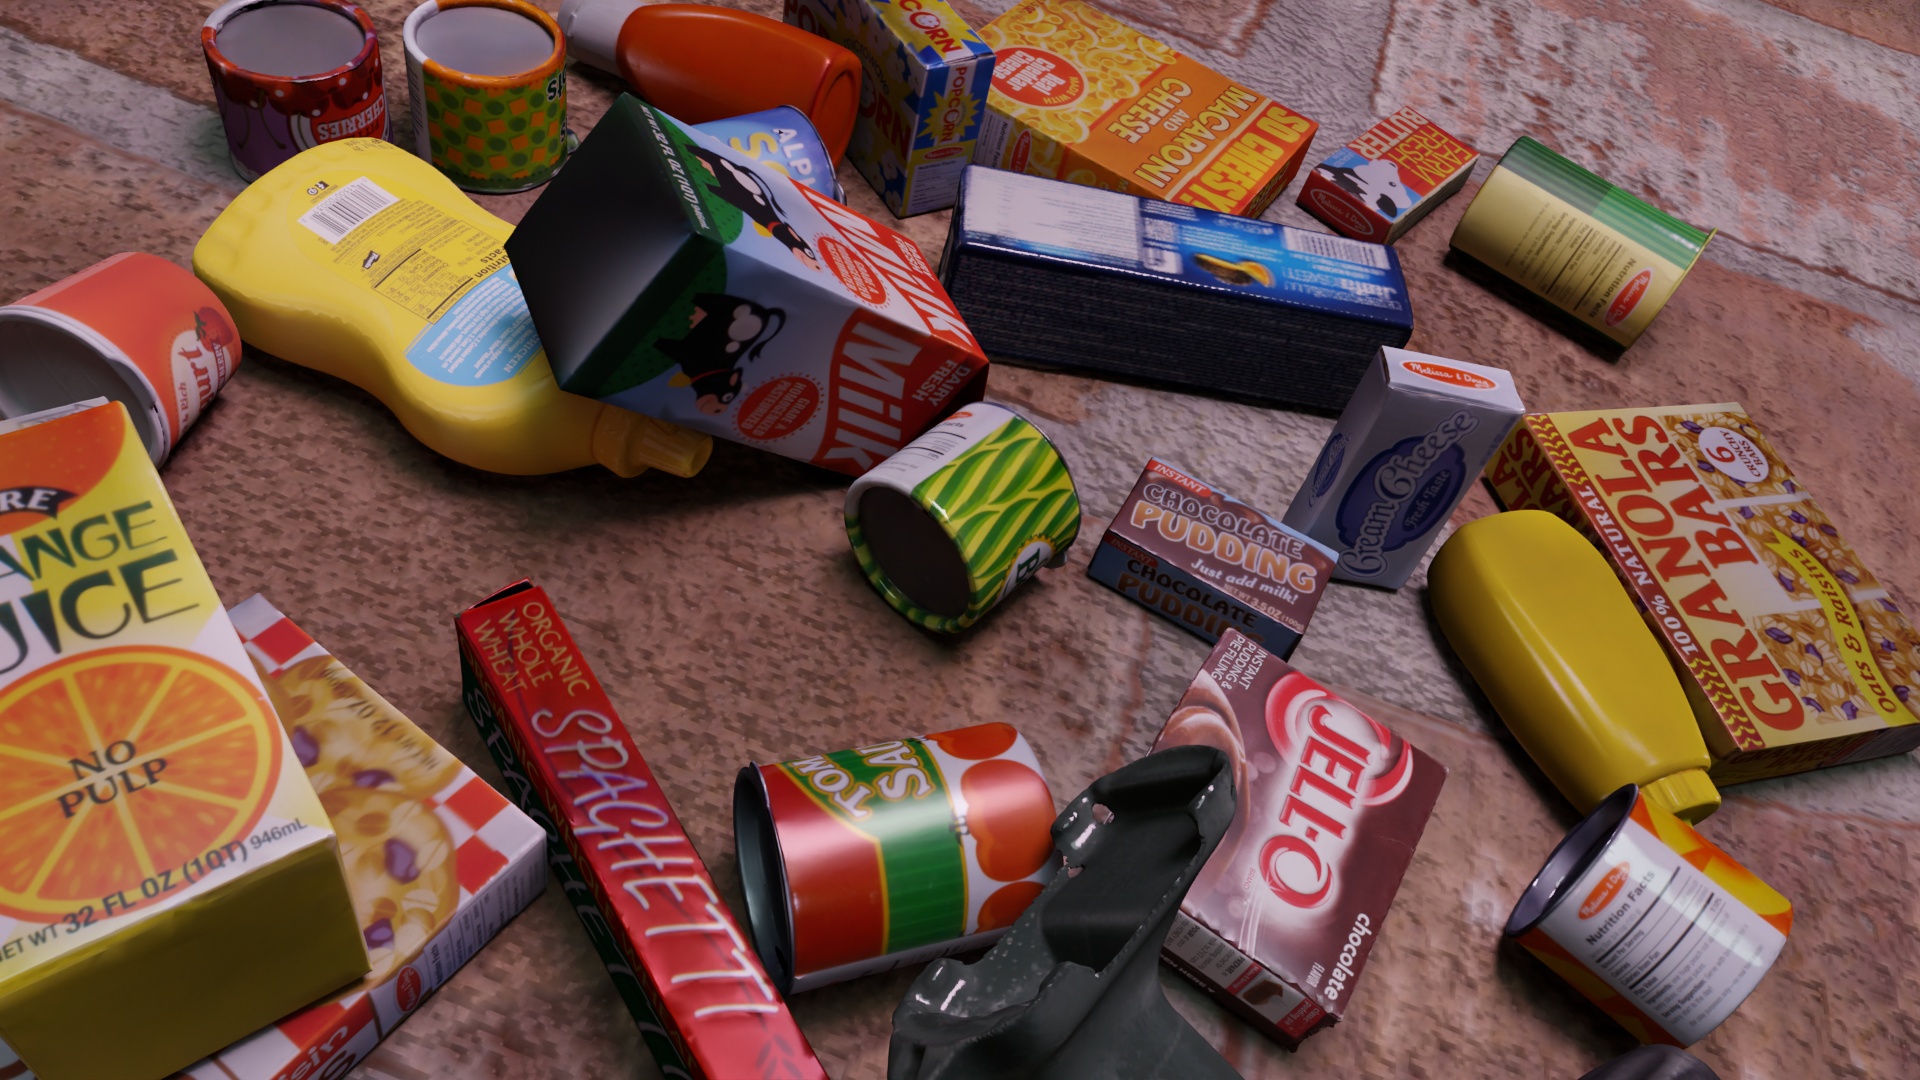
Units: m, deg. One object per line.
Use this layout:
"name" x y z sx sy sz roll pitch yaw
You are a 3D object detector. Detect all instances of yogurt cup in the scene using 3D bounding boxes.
"yogurt cup" -0.286 -0.062 0.473 0.072 0.072 0.054 19 42 1

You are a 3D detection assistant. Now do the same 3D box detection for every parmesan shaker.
"parmesan shaker" 0.310 -0.152 0.696 0.103 0.071 0.072 36 52 15

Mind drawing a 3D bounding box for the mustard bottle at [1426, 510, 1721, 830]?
"mustard bottle" 0.236 0.062 0.519 0.065 0.048 0.161 -7 55 -19

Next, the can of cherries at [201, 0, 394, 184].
"can of cherries" -0.272 -0.185 0.578 0.071 0.058 0.072 7 50 -9

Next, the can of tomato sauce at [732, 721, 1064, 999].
"can of tomato sauce" -0.020 0.091 0.415 0.083 0.070 0.071 -8 54 -21

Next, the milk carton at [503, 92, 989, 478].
"milk carton" -0.059 -0.080 0.510 0.190 0.073 0.072 14 39 -52

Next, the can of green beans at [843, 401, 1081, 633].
"can of green beans" 0.000 -0.008 0.503 0.071 0.071 0.058 40 54 18

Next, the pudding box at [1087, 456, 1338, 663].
"pudding box" 0.098 0.009 0.537 0.084 0.030 0.050 30 50 9

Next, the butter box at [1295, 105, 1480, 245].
"butter box" 0.229 -0.193 0.738 0.053 0.024 0.104 40 53 17

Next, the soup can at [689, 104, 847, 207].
"soup can" -0.101 -0.141 0.581 0.084 0.071 0.071 -22 60 -28

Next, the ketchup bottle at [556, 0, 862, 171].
"ketchup bottle" -0.120 -0.220 0.647 0.149 0.064 0.044 26 26 17

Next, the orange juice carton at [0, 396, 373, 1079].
"orange juice carton" -0.225 0.034 0.352 0.072 0.072 0.193 -24 59 -30

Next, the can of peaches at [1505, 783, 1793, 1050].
"can of peaches" 0.225 0.123 0.457 0.058 0.070 0.071 39 53 17

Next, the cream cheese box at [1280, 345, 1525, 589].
"cream cheese box" 0.166 -0.025 0.535 0.053 0.103 0.024 10 46 -8

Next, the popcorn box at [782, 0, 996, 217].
"popcorn box" -0.039 -0.226 0.655 0.038 0.084 0.127 -21 61 -27

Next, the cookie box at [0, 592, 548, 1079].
"cookie box" -0.217 0.107 0.370 0.123 0.040 0.168 35 51 14

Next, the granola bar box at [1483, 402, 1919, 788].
"granola bar box" 0.315 0.017 0.582 0.124 0.038 0.166 -5 54 -19

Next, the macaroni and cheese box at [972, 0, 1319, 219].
"macaroni and cheese box" 0.080 -0.208 0.702 0.166 0.040 0.124 32 51 12

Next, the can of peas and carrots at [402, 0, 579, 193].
"can of peas and carrots" -0.203 -0.195 0.604 0.071 0.058 0.071 7 51 -9

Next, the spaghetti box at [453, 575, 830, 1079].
"spaghetti box" -0.079 0.117 0.391 0.029 0.049 0.251 -22 60 -30
